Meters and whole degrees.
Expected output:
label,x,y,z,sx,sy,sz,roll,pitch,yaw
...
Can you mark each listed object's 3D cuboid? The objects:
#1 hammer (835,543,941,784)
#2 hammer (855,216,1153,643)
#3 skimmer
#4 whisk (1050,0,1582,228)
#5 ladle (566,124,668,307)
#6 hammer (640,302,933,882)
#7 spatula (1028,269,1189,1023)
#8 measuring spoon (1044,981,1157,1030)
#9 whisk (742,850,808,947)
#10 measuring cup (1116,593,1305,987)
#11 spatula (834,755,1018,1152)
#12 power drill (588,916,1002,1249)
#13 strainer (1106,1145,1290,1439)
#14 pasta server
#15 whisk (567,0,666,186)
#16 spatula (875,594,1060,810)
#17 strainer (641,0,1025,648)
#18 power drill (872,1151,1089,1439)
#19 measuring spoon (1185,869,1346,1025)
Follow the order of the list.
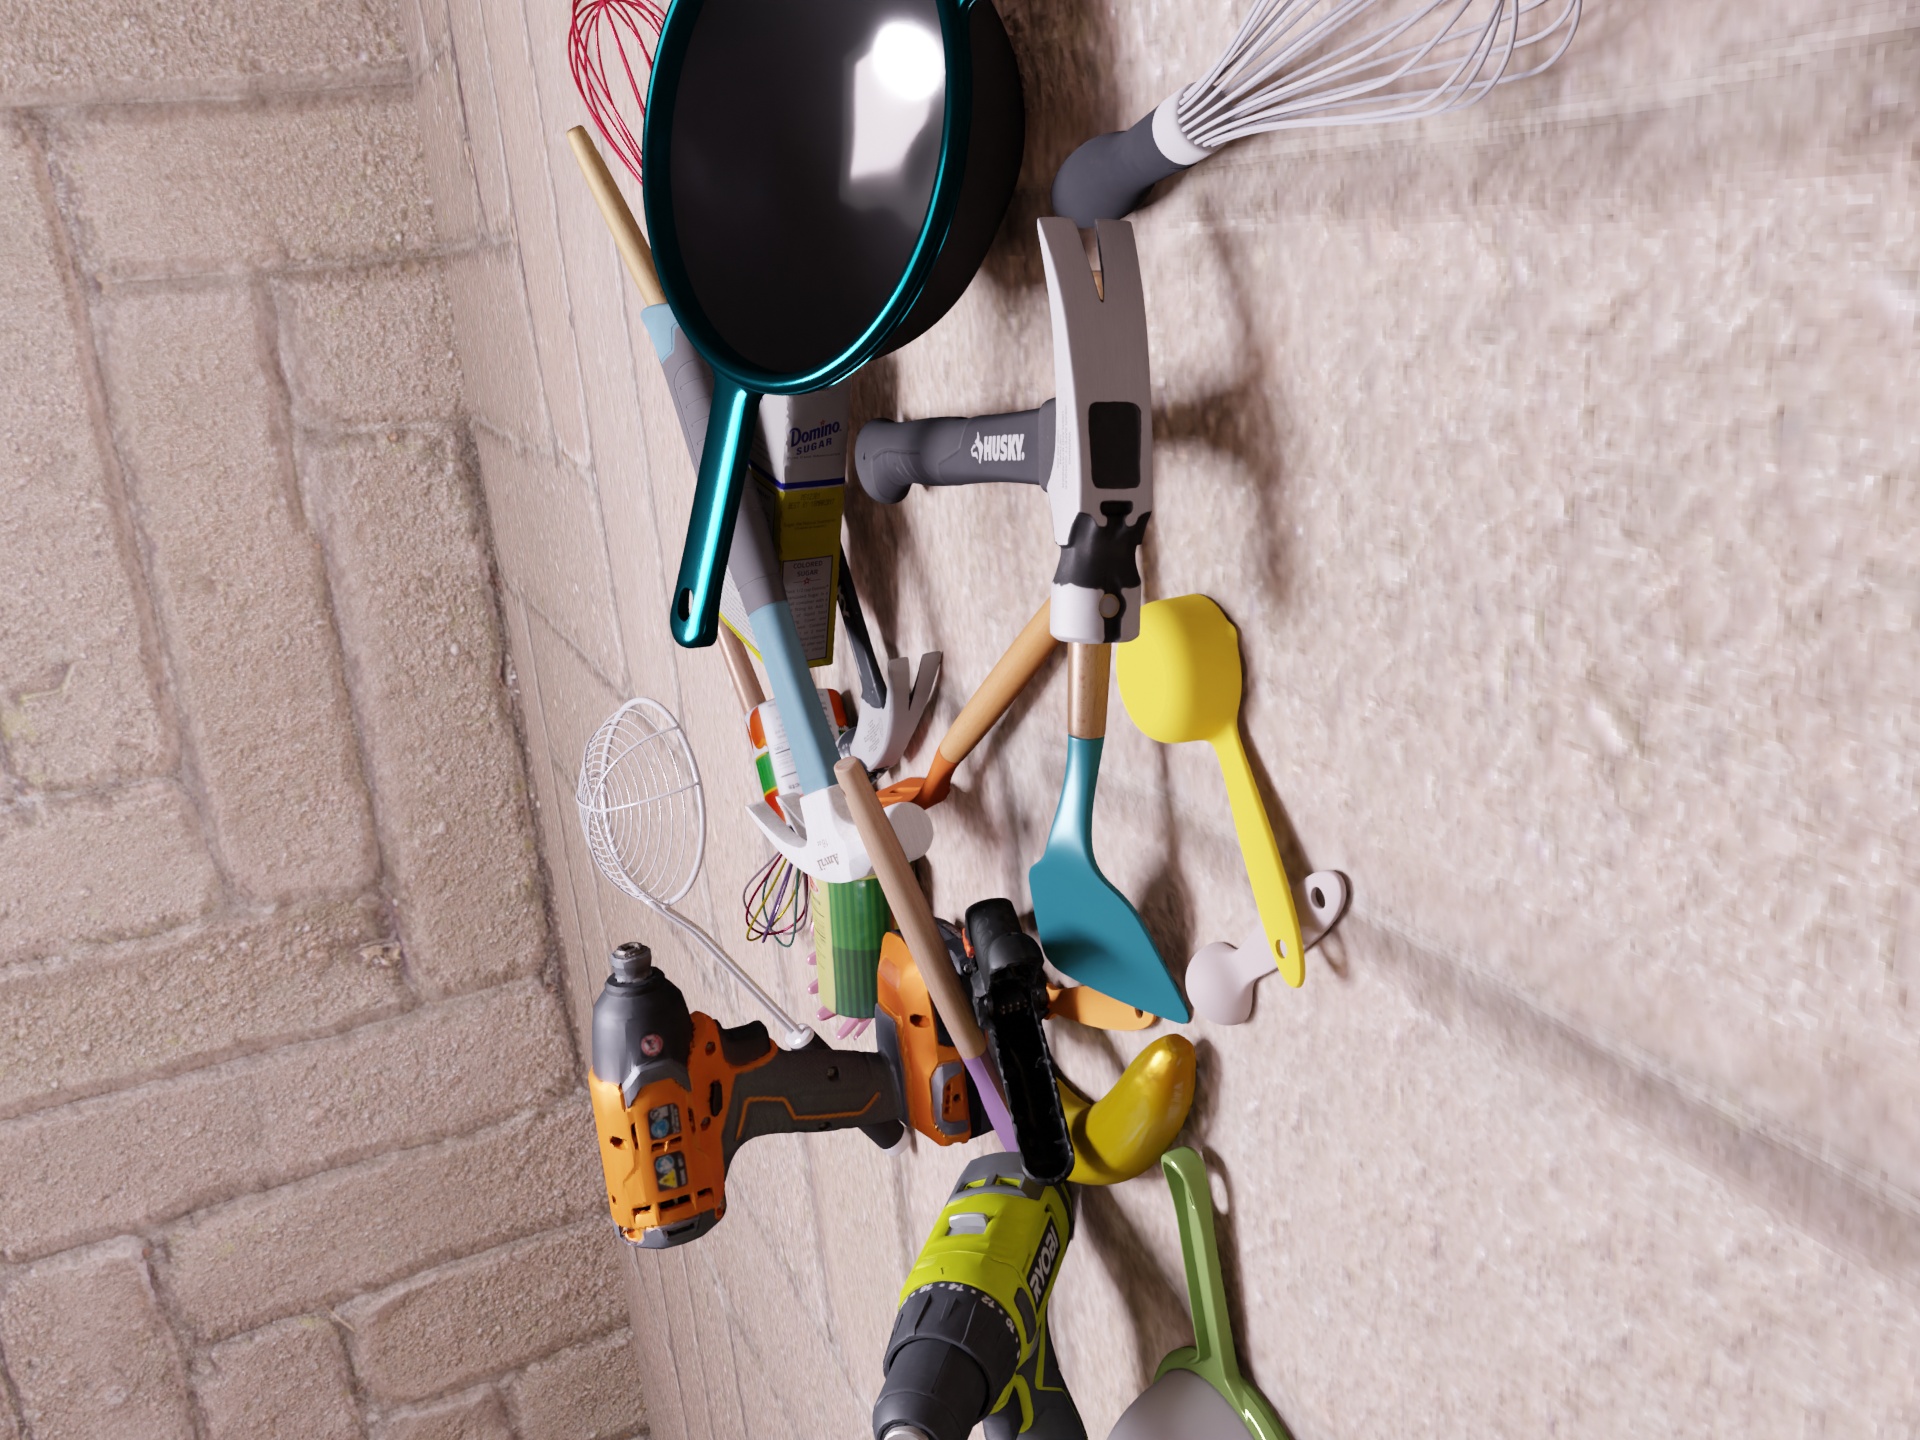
label,x,y,z,sx,sy,sz,roll,pitch,yaw
hammer,-0.097,-0.170,0.967,0.149,0.036,0.409,135,121,-64
hammer,0.005,-0.123,0.693,0.335,0.035,0.146,-152,61,-71
skimmer,-0.123,0.144,1.033,0.127,0.090,0.363,1,135,50
whisk,0.084,-0.189,0.482,0.285,0.070,0.070,-168,68,-71
ladle,-0.167,-0.218,0.997,0.315,0.031,0.069,65,172,-31
hammer,-0.106,-0.073,0.849,0.128,0.033,0.331,-25,82,53
spatula,0.059,-0.022,0.659,0.082,0.044,0.317,17,112,43
measuring spoon,0.066,0.136,0.765,0.117,0.011,0.021,164,101,-65
whisk,-0.125,0.101,1.174,0.244,0.047,0.051,113,141,-51
measuring cup,0.093,0.026,0.593,0.062,0.029,0.157,124,135,-60
spatula,-0.003,0.148,0.814,0.060,0.018,0.315,39,155,58
power drill,-0.090,0.180,0.875,0.084,0.226,0.164,-154,55,-63
strainer,0.095,0.316,0.703,0.151,0.069,0.256,-164,62,-66
pasta server,-0.118,0.065,1.084,0.060,0.040,0.316,-13,99,53
whisk,-0.171,-0.313,0.963,0.296,0.073,0.073,70,158,5
spatula,-0.001,-0.003,0.803,0.041,0.081,0.322,57,149,12
strainer,-0.058,-0.188,0.706,0.211,0.095,0.340,36,121,38
power drill,0.025,0.350,0.761,0.190,0.080,0.228,-47,-56,-66
measuring spoon,0.113,0.086,0.606,0.124,0.018,0.034,117,136,-57
